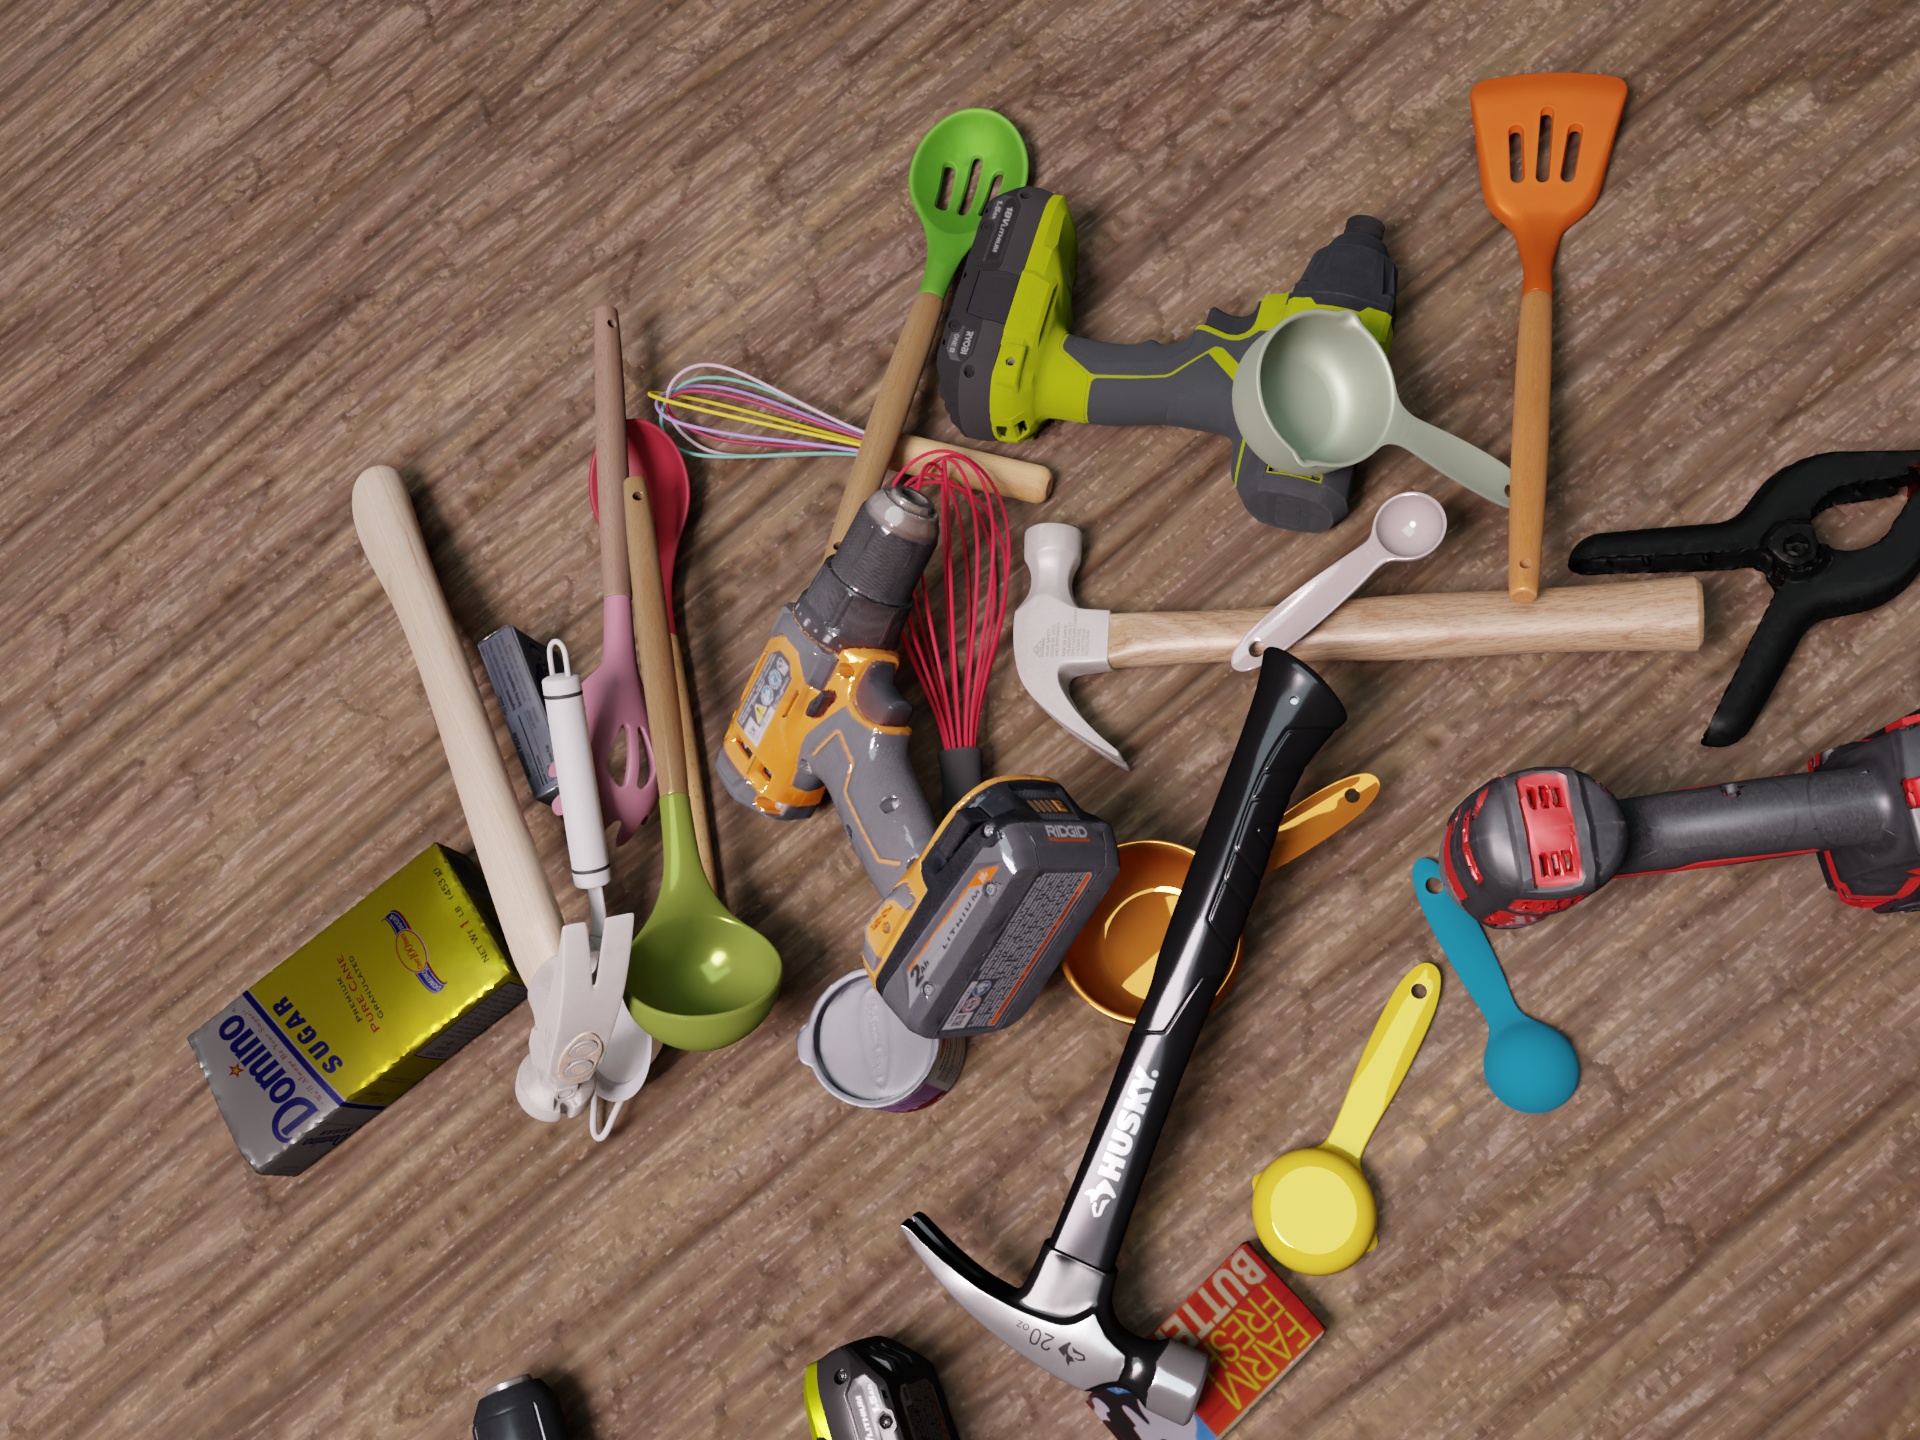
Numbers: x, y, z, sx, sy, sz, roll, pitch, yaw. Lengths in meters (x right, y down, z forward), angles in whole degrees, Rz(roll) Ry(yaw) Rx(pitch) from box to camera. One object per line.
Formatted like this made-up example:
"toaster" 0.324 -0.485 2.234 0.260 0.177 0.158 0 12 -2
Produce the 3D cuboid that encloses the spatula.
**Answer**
"spatula" 0.290 -0.201 0.802 0.081 0.041 0.323 5 61 15

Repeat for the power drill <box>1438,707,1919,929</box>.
"power drill" 0.321 0.050 0.688 0.219 0.143 0.079 -7 76 5

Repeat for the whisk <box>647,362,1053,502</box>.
"whisk" -0.067 -0.157 0.896 0.245 0.047 0.051 15 76 15

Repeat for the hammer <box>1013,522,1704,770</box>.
"hammer" 0.186 -0.042 0.788 0.331 0.031 0.130 -1 74 19

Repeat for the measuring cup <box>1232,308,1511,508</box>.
"measuring cup" 0.206 -0.138 0.778 0.167 0.038 0.083 23 78 -18

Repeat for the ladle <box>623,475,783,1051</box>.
"ladle" -0.147 0.010 0.805 0.078 0.062 0.320 -4 68 -18

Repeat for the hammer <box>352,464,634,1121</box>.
"hammer" -0.260 0.000 0.839 0.038 0.146 0.411 -8 51 -31

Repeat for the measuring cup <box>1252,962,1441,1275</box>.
"measuring cup" 0.184 0.180 0.732 0.062 0.029 0.156 25 82 20

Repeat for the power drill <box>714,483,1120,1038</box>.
"power drill" -0.022 0.013 0.758 0.226 0.084 0.185 49 121 37

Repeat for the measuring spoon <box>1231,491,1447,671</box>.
"measuring spoon" 0.183 -0.063 0.773 0.124 0.018 0.034 -39 65 12

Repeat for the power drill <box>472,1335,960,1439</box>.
"power drill" -0.114 0.369 0.724 0.228 0.080 0.191 -25 69 8

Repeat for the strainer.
"strainer" -0.183 0.085 0.805 0.087 0.050 0.258 6 107 45

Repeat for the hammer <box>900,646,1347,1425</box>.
"hammer" 0.091 0.126 0.713 0.146 0.035 0.335 20 87 14

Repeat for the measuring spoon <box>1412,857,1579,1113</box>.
"measuring spoon" 0.244 0.120 0.740 0.042 0.021 0.129 -26 70 5

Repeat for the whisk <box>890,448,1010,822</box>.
"whisk" -0.001 -0.003 0.825 0.073 0.073 0.296 -7 77 12

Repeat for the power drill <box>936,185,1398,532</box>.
"power drill" 0.114 -0.205 0.850 0.223 0.080 0.171 14 78 14

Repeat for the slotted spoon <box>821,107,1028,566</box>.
"slotted spoon" -0.026 -0.214 0.888 0.070 0.031 0.314 13 67 9

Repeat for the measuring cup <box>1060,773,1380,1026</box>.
"measuring cup" 0.128 0.082 0.767 0.173 0.052 0.095 -34 68 0

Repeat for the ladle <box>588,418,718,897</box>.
"ladle" -0.161 -0.023 0.885 0.069 0.031 0.316 -20 70 25

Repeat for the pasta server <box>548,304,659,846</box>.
"pasta server" -0.194 -0.088 0.876 0.040 0.060 0.316 -26 62 43
